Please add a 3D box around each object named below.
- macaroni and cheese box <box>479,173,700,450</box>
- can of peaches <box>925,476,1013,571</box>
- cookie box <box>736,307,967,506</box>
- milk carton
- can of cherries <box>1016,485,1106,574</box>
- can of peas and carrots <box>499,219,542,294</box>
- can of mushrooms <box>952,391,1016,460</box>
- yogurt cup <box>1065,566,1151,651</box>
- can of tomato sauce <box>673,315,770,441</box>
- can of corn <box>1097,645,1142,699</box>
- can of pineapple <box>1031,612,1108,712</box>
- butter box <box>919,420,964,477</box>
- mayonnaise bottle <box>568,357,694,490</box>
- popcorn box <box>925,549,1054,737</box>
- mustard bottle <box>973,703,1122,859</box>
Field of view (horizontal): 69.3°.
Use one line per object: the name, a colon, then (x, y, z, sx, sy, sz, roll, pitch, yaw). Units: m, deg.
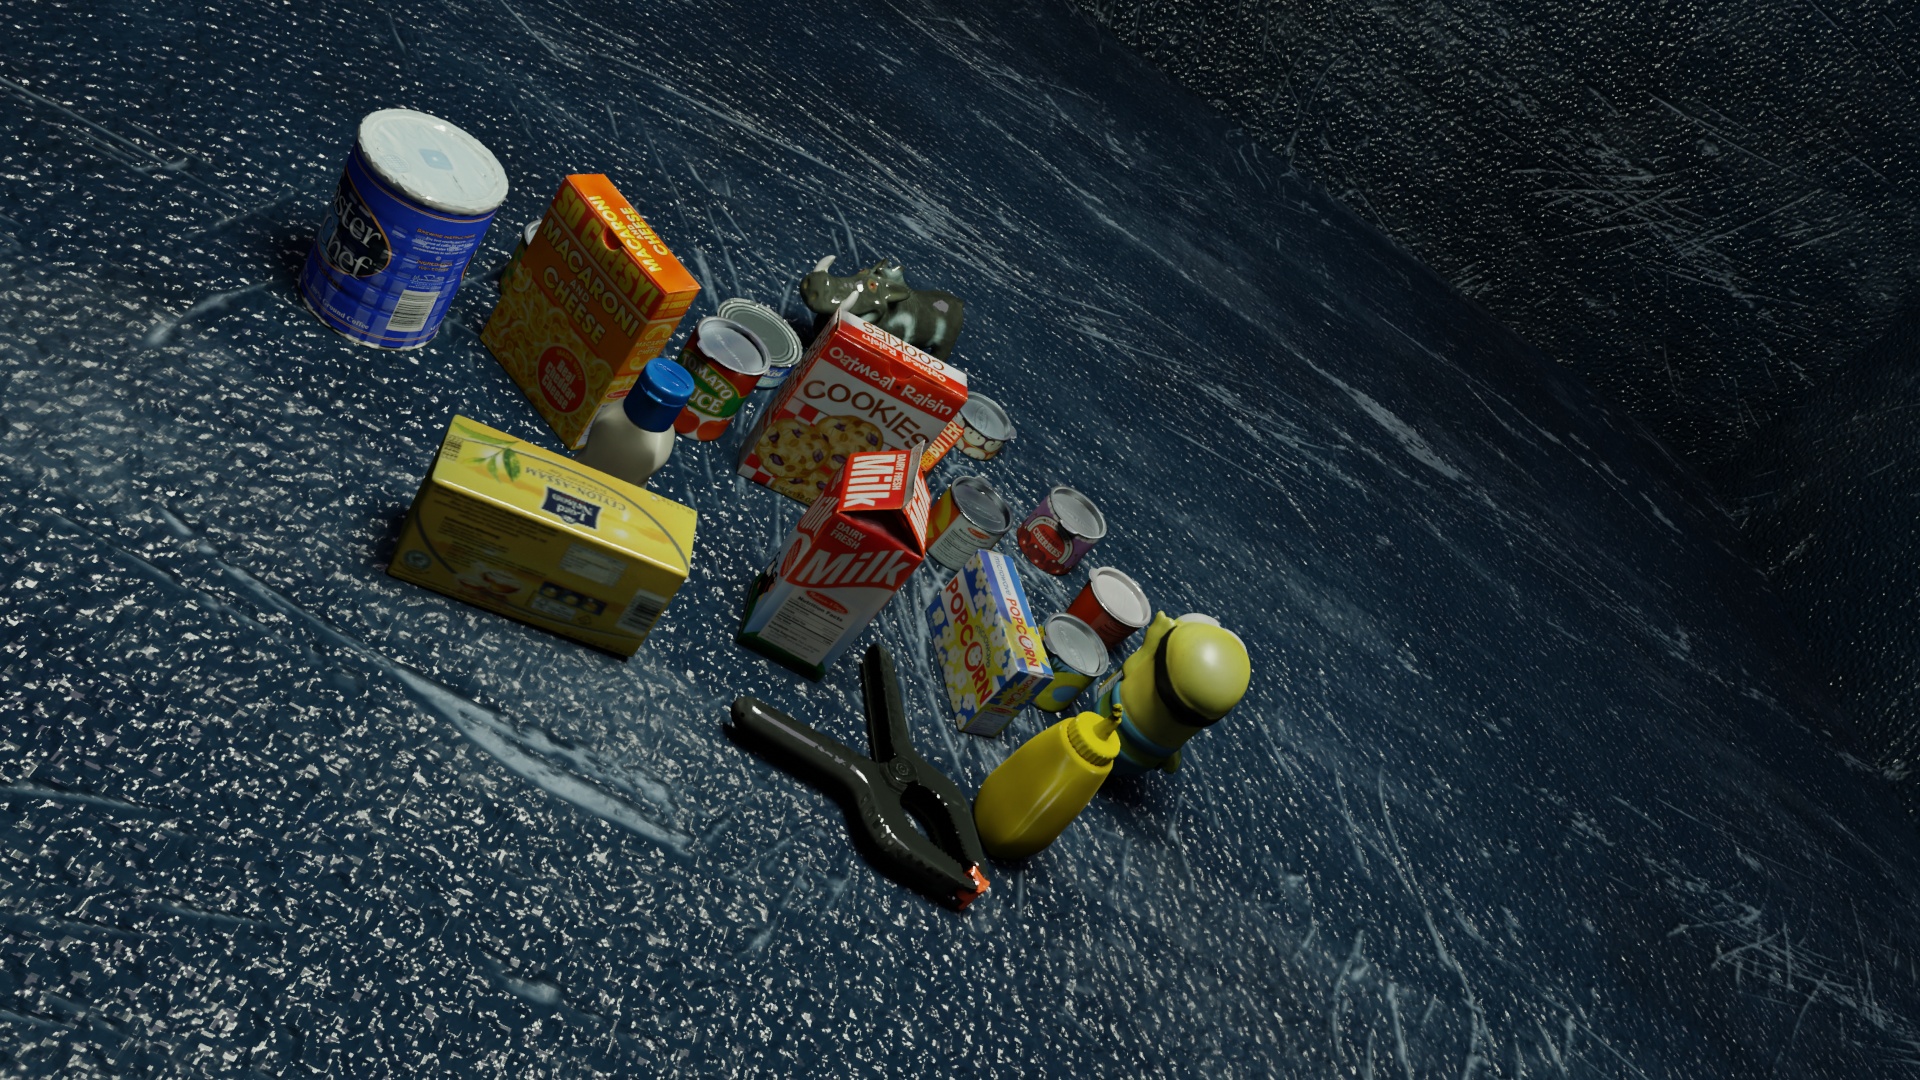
macaroni and cheese box: (-0.279, -0.168, 1.034, 0.124, 0.165, 0.040, 49, 33, 12)
can of peaches: (0.004, -0.016, 1.242, 0.071, 0.057, 0.071, 27, 35, -21)
cookie box: (-0.089, -0.095, 1.139, 0.123, 0.166, 0.040, 25, 36, -23)
milk carton: (-0.081, 0.009, 1.005, 0.073, 0.189, 0.073, 30, 34, -17)
can of cherries: (0.095, -0.009, 1.324, 0.071, 0.058, 0.072, 27, 35, -21)
can of peas and carrots: (-0.335, -0.220, 1.136, 0.071, 0.058, 0.071, 27, 35, -21)
can of mushrooms: (0.018, -0.113, 1.392, 0.071, 0.033, 0.071, 27, 36, -21)
yogurt cup: (0.134, 0.067, 1.280, 0.072, 0.053, 0.073, 27, 35, -21)
can of tomato sauce: (-0.206, -0.131, 1.142, 0.071, 0.082, 0.071, 27, 35, -21)
can of corn: (0.166, 0.136, 1.228, 0.071, 0.058, 0.071, 27, 35, -21)
can of pineapple: (0.081, 0.103, 1.181, 0.071, 0.057, 0.071, 27, 35, -21)
butter box: (-0.035, -0.072, 1.272, 0.024, 0.053, 0.104, 41, 33, -1)
mayonnaise bottle: (-0.235, -0.064, 0.974, 0.065, 0.147, 0.041, 36, 33, -7)
popcorn box: (0.021, 0.082, 1.120, 0.038, 0.085, 0.127, 15, 41, -34)
mustard bottle: (0.071, 0.168, 1.001, 0.049, 0.159, 0.065, 15, 41, -35)
